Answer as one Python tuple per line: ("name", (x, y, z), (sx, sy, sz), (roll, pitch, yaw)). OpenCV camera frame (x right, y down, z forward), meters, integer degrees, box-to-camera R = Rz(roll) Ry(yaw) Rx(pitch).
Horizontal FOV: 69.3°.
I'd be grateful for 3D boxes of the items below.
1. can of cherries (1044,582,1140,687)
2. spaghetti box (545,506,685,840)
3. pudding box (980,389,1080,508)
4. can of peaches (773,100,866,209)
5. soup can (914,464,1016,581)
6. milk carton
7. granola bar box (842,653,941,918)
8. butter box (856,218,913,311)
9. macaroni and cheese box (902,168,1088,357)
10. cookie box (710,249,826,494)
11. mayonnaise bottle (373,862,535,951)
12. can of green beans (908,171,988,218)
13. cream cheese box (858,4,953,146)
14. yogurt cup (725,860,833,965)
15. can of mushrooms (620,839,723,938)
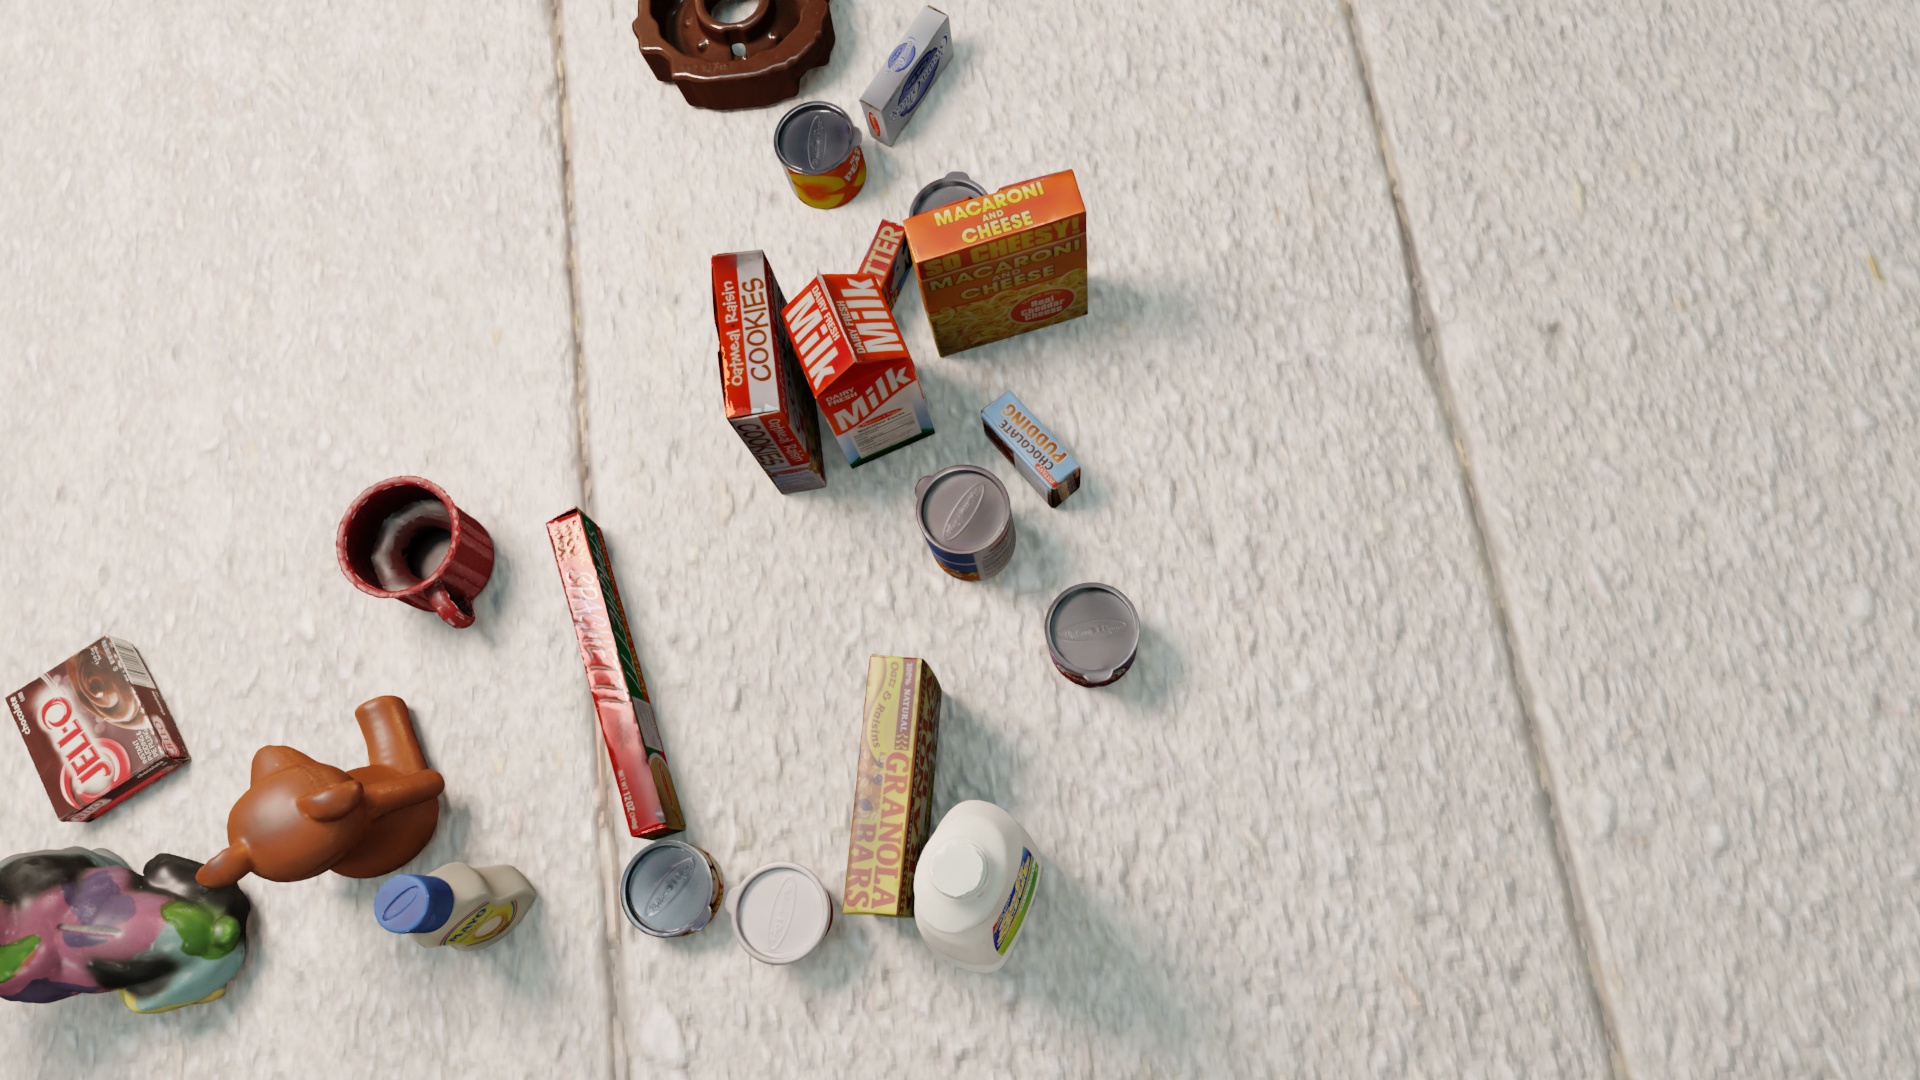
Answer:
("can of cherries", (0.094, 0.071, 0.991), (0.071, 0.058, 0.071), (-1, 74, 5))
("spaghetti box", (-0.254, 0.096, 1.019), (0.029, 0.050, 0.250), (-20, 73, -1))
("pudding box", (0.052, -0.068, 1.039), (0.030, 0.049, 0.084), (-40, 74, -6))
("can of peaches", (-0.110, -0.310, 1.120), (0.071, 0.058, 0.071), (-1, 74, 5))
("soup can", (0.004, -0.013, 1.010), (0.071, 0.083, 0.071), (-1, 74, 5))
("milk carton", (-0.074, -0.125, 0.994), (0.073, 0.190, 0.072), (-23, 74, -1))
("granola bar box", (-0.043, 0.170, 0.940), (0.039, 0.124, 0.166), (3, 74, 6))
("butter box", (-0.067, -0.193, 1.085), (0.024, 0.053, 0.104), (20, 77, 10))
("macaroni and cheese box", (0.029, -0.200, 1.019), (0.124, 0.166, 0.040), (-17, 74, 0))
("cookie box", (-0.138, -0.118, 1.010), (0.040, 0.167, 0.123), (-10, 74, 3))
("mayonnaise bottle", (-0.341, 0.246, 0.932), (0.065, 0.147, 0.041), (-44, 75, -7))
("can of green beans", (-0.004, -0.242, 1.091), (0.071, 0.057, 0.071), (-1, 74, 5))
("cream cheese box", (-0.043, -0.380, 1.137), (0.024, 0.053, 0.104), (30, 79, 12))
("yogurt cup", (-0.119, 0.257, 0.958), (0.072, 0.054, 0.072), (-1, 74, 5))
("can of mushrooms", (-0.201, 0.247, 0.979), (0.071, 0.033, 0.071), (-1, 74, 5))
